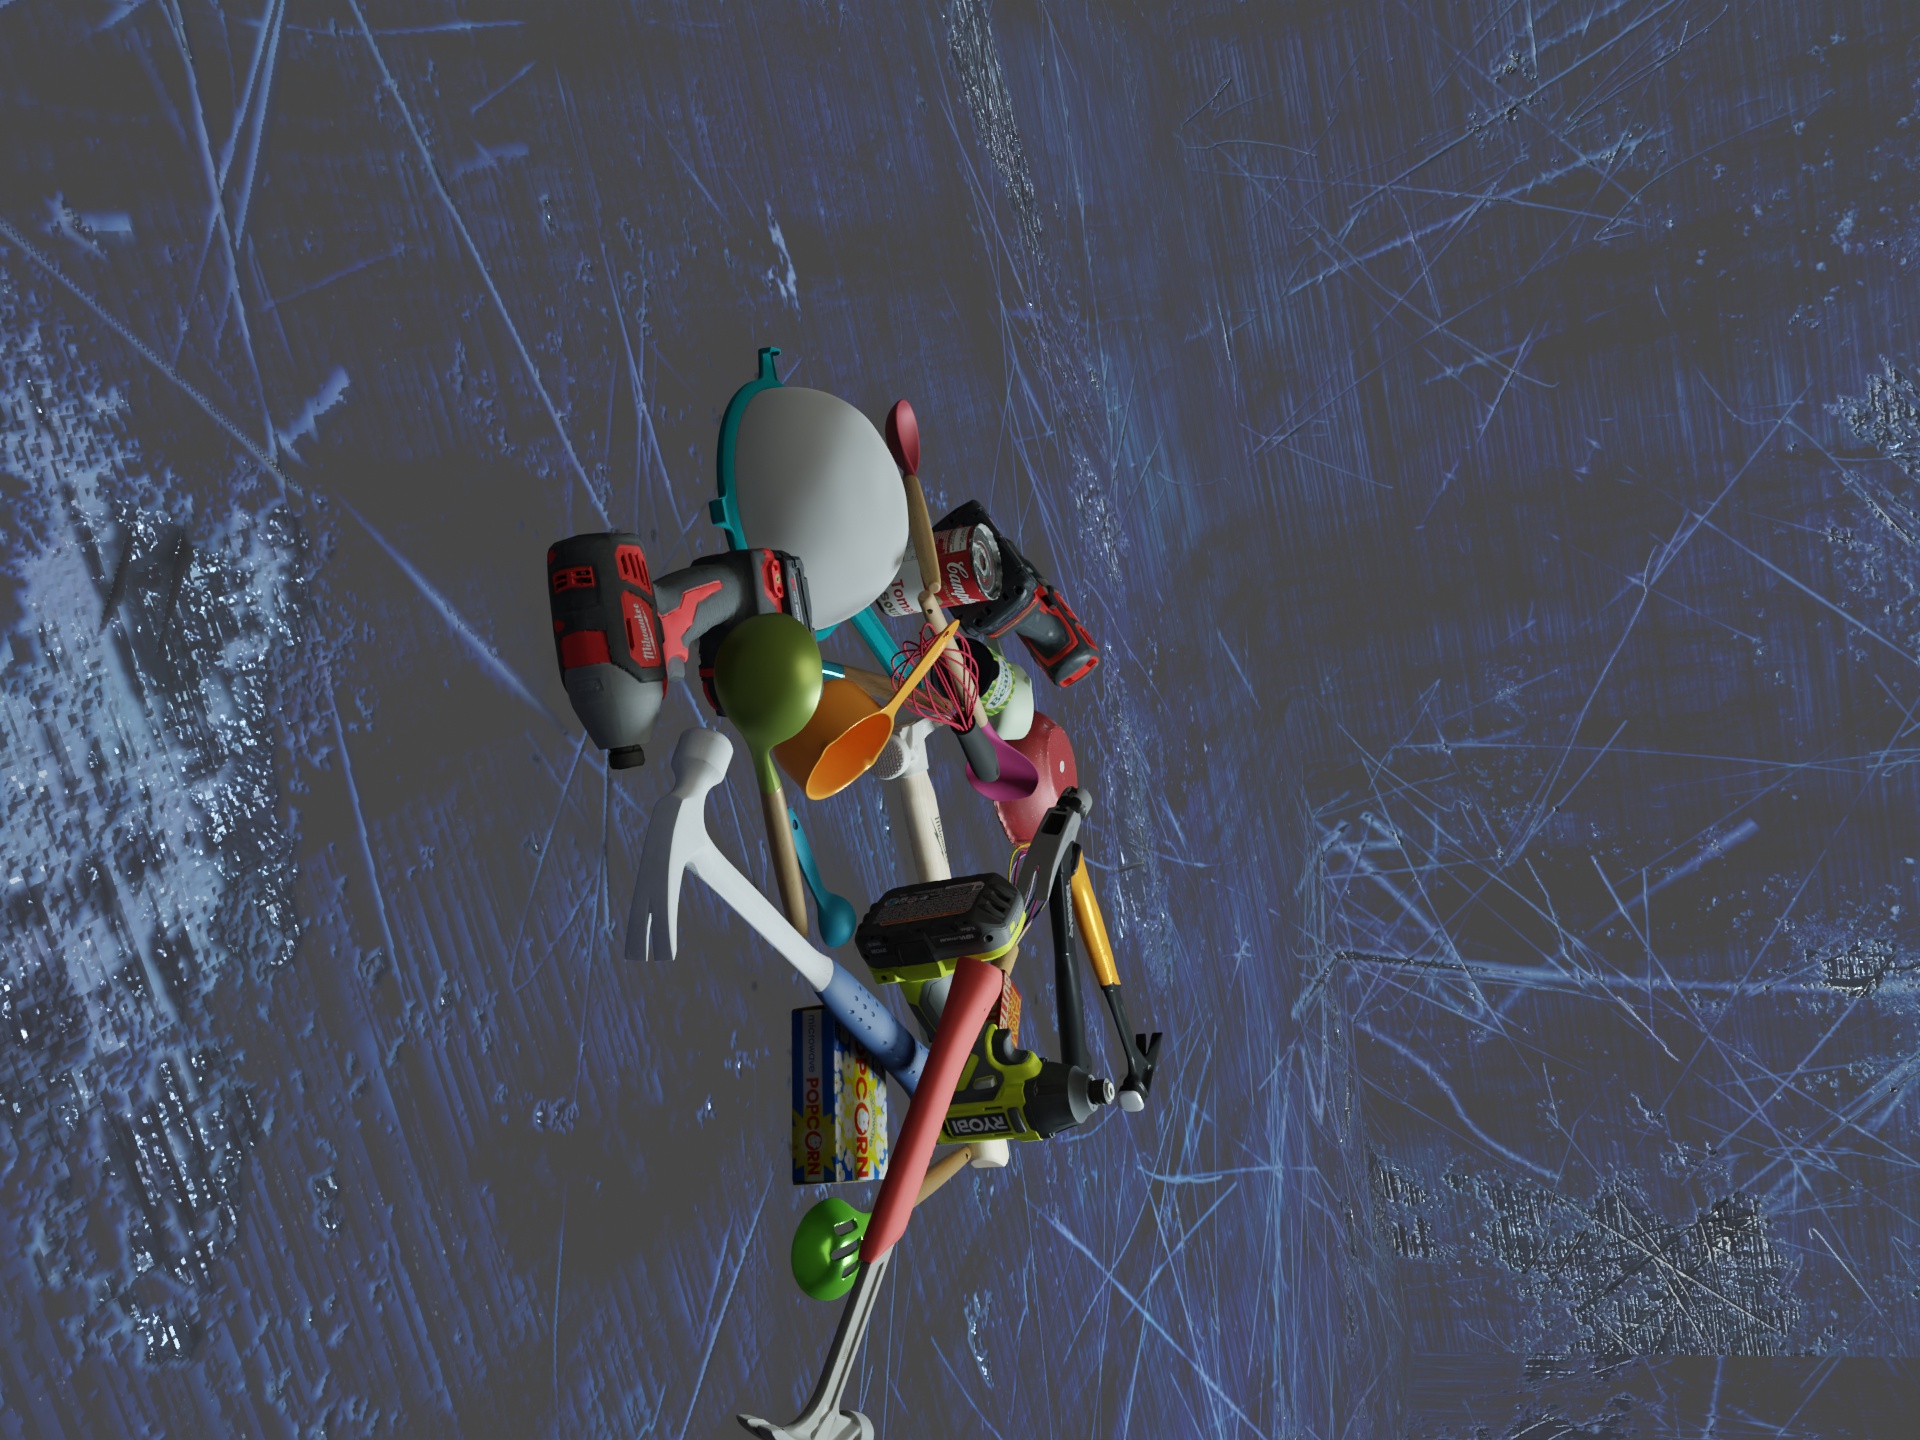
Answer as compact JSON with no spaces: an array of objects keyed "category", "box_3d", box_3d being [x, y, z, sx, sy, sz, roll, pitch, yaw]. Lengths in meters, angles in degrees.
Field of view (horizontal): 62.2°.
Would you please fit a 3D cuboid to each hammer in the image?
[{"category":"hammer","box_3d":[0.104,0.242,1.596,0.146,0.035,0.334,-54,145,-51]},{"category":"hammer","box_3d":[-0.049,0.337,1.134,0.149,0.037,0.359,51,54,-54]},{"category":"hammer","box_3d":[-0.006,0.199,1.424,0.146,0.038,0.410,-31,111,-68]},{"category":"hammer","box_3d":[-0.101,0.174,1.083,0.405,0.035,0.144,56,40,-48]},{"category":"hammer","box_3d":[0.169,0.282,1.831,0.127,0.034,0.336,-61,138,-56]}]

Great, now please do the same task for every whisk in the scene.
[{"category":"whisk","box_3d":[0.048,0.206,1.562,0.047,0.051,0.245,48,38,-20]},{"category":"whisk","box_3d":[-0.002,-0.004,1.378,0.295,0.073,0.073,61,28,-65]}]

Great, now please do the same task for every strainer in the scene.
[{"category":"strainer","box_3d":[-0.074,-0.133,1.294,0.340,0.095,0.211,57,32,-44]}]

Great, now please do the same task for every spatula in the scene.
[{"category":"spatula","box_3d":[-0.078,-0.031,1.292,0.317,0.044,0.082,15,85,-61]}]

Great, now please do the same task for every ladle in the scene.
[{"category":"ladle","box_3d":[-0.115,0.052,1.066,0.062,0.078,0.319,-34,147,-23]},{"category":"ladle","box_3d":[-0.039,-0.194,1.378,0.316,0.031,0.069,-102,174,-54]}]

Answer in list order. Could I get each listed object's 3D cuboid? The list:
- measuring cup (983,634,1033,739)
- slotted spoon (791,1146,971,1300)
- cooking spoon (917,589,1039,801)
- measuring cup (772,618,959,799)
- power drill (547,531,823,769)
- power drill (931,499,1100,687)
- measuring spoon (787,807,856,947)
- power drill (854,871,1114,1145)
[{"category":"measuring cup","box_3d":[0.025,-0.057,1.587,0.083,0.038,0.168,-56,-132,54]},{"category":"slotted spoon","box_3d":[-0.050,0.382,1.261,0.313,0.031,0.070,0,80,-70]},{"category":"cooking spoon","box_3d":[0.012,-0.014,1.464,0.318,0.069,0.017,65,19,-51]},{"category":"measuring cup","box_3d":[-0.072,-0.022,1.190,0.052,0.173,0.095,41,5,19]},{"category":"power drill","box_3d":[-0.179,-0.047,1.034,0.219,0.078,0.143,-10,92,-66]},{"category":"power drill","box_3d":[0.041,-0.135,1.553,0.188,0.080,0.226,57,13,25]},{"category":"measuring spoon","box_3d":[-0.105,0.119,1.221,0.042,0.021,0.128,-65,142,-54]},{"category":"power drill","box_3d":[0.018,0.242,1.292,0.080,0.171,0.223,-57,131,-59]}]
